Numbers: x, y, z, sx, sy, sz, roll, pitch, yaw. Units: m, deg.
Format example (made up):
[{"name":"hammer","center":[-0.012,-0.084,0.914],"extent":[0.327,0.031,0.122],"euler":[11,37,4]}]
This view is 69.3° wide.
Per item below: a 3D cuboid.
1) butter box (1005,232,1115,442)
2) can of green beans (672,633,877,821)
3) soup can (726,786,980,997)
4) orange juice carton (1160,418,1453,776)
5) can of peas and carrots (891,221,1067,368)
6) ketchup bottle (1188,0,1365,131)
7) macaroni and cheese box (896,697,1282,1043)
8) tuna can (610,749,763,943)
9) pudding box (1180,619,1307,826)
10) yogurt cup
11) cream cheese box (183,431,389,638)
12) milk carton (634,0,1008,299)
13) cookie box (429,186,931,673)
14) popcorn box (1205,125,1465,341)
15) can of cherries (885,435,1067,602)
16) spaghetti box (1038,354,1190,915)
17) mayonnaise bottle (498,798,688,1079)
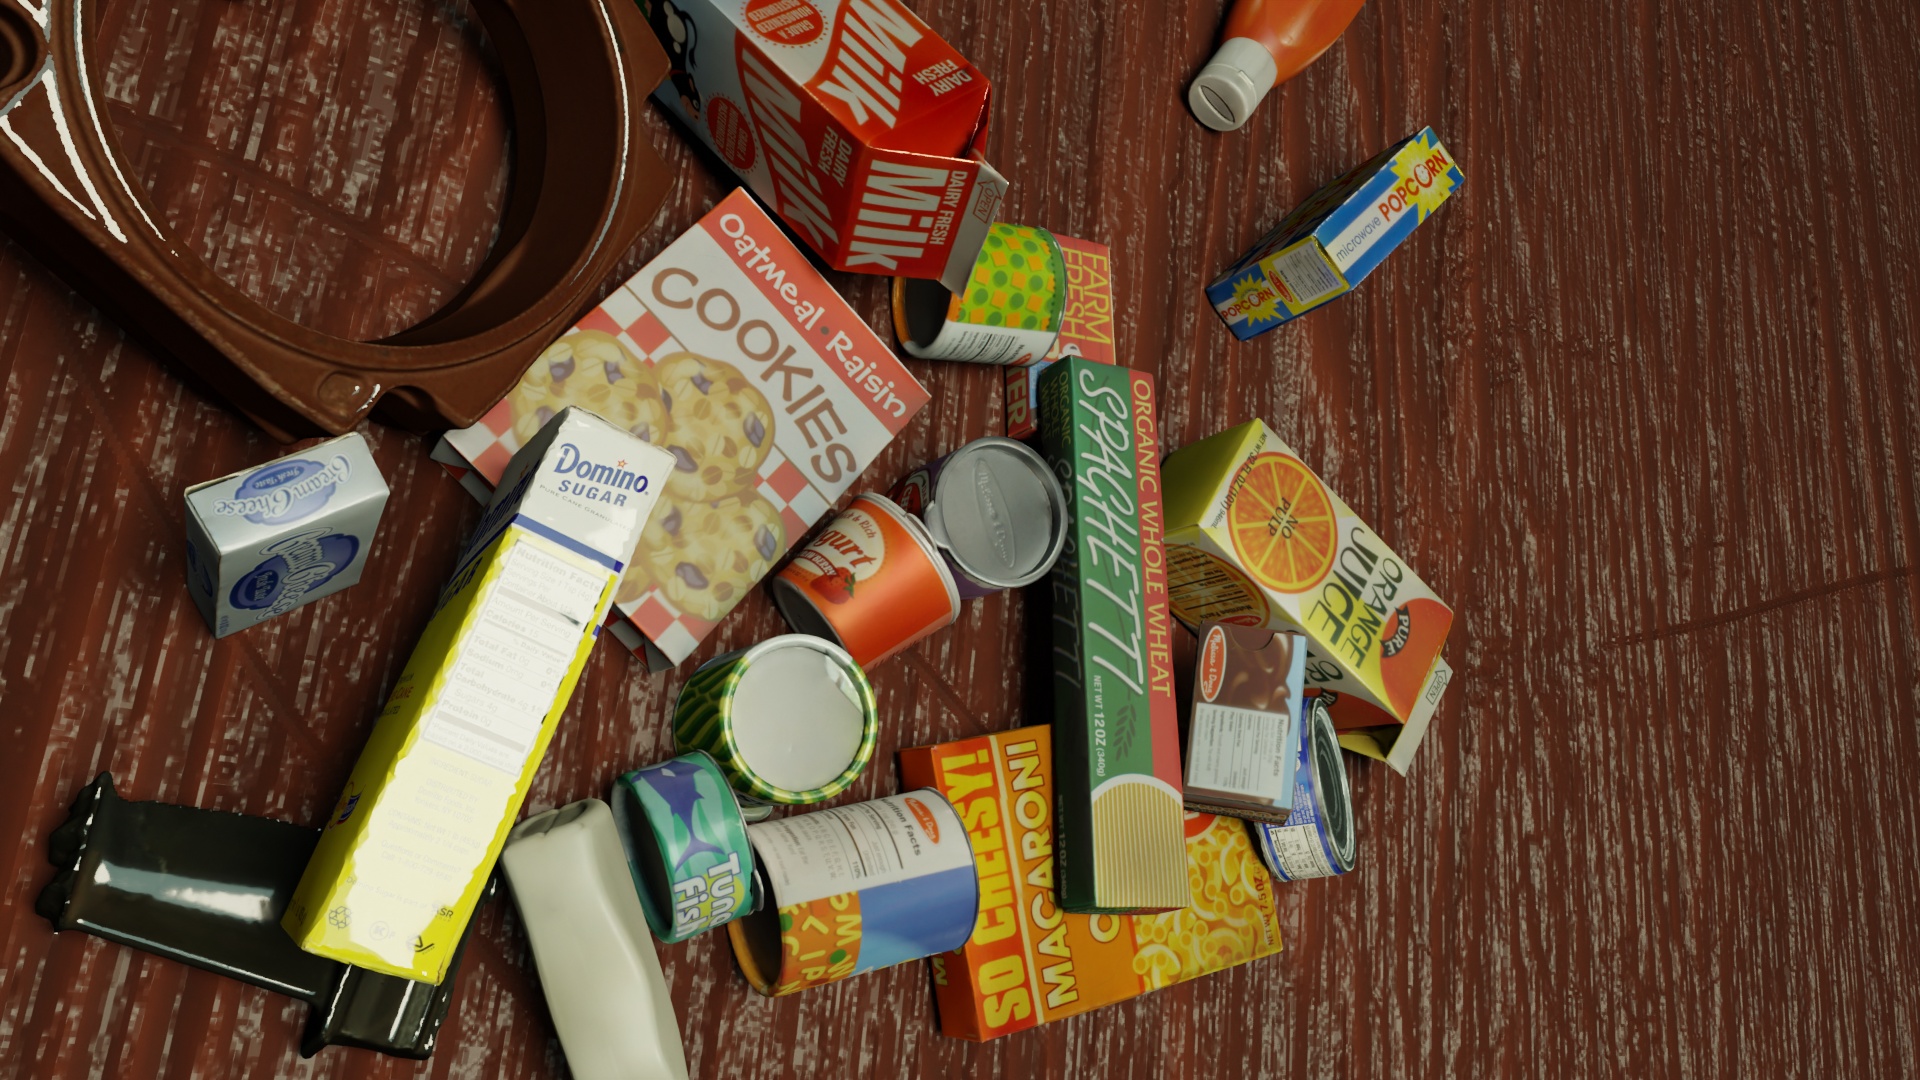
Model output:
[{"name":"butter box","center":[0.049,-0.099,0.684],"extent":[0.053,0.024,0.103],"euler":[5,77,-29]},{"name":"can of green beans","center":[-0.074,0.073,0.554],"extent":[0.071,0.057,0.071],"euler":[7,76,-28]},{"name":"soup can","center":[-0.045,0.141,0.552],"extent":[0.084,0.071,0.071],"euler":[-6,82,-30]},{"name":"orange juice carton","center":[0.175,0.034,0.697],"extent":[0.192,0.073,0.072],"euler":[42,62,-16]},{"name":"can of peas and carrots","center":[0.007,-0.117,0.640],"extent":[0.059,0.070,0.071],"euler":[1,79,-29]},{"name":"ketchup bottle","center":[0.179,-0.291,0.792],"extent":[0.064,0.043,0.149],"euler":[44,62,-13]},{"name":"macaroni and cheese box","center":[0.060,0.141,0.625],"extent":[0.167,0.040,0.124],"euler":[-5,80,-31]},{"name":"tuna can","center":[-0.103,0.116,0.521],"extent":[0.033,0.071,0.071],"euler":[-15,87,-30]},{"name":"pudding box","center":[0.128,0.082,0.625],"extent":[0.050,0.030,0.084],"euler":[7,67,9]},{"name":"yogurt cup","center":[-0.042,0.022,0.582],"extent":[0.054,0.072,0.072],"euler":[-38,98,-22]},{"name":"cream cheese box","center":[-0.224,0.000,0.459],"extent":[0.053,0.103,0.024],"euler":[-27,86,-33]},{"name":"milk carton","center":[-0.056,-0.184,0.576],"extent":[0.074,0.072,0.191],"euler":[-36,74,-31]},{"name":"cookie box","center":[-0.109,-0.048,0.573],"extent":[0.123,0.040,0.168],"euler":[47,62,-12]},{"name":"popcorn box","center":[0.202,-0.165,0.751],"extent":[0.127,0.085,0.038],"euler":[-42,100,-30]},{"name":"can of cherries","center":[0.002,-0.008,0.616],"extent":[0.071,0.058,0.071],"euler":[6,77,-29]},{"name":"spaghetti box","center":[0.066,0.037,0.618],"extent":[0.050,0.028,0.251],"euler":[9,69,-28]},{"name":"mayonnaise bottle","center":[-0.126,0.171,0.501],"extent":[0.041,0.064,0.148],"euler":[-17,91,-10]}]
